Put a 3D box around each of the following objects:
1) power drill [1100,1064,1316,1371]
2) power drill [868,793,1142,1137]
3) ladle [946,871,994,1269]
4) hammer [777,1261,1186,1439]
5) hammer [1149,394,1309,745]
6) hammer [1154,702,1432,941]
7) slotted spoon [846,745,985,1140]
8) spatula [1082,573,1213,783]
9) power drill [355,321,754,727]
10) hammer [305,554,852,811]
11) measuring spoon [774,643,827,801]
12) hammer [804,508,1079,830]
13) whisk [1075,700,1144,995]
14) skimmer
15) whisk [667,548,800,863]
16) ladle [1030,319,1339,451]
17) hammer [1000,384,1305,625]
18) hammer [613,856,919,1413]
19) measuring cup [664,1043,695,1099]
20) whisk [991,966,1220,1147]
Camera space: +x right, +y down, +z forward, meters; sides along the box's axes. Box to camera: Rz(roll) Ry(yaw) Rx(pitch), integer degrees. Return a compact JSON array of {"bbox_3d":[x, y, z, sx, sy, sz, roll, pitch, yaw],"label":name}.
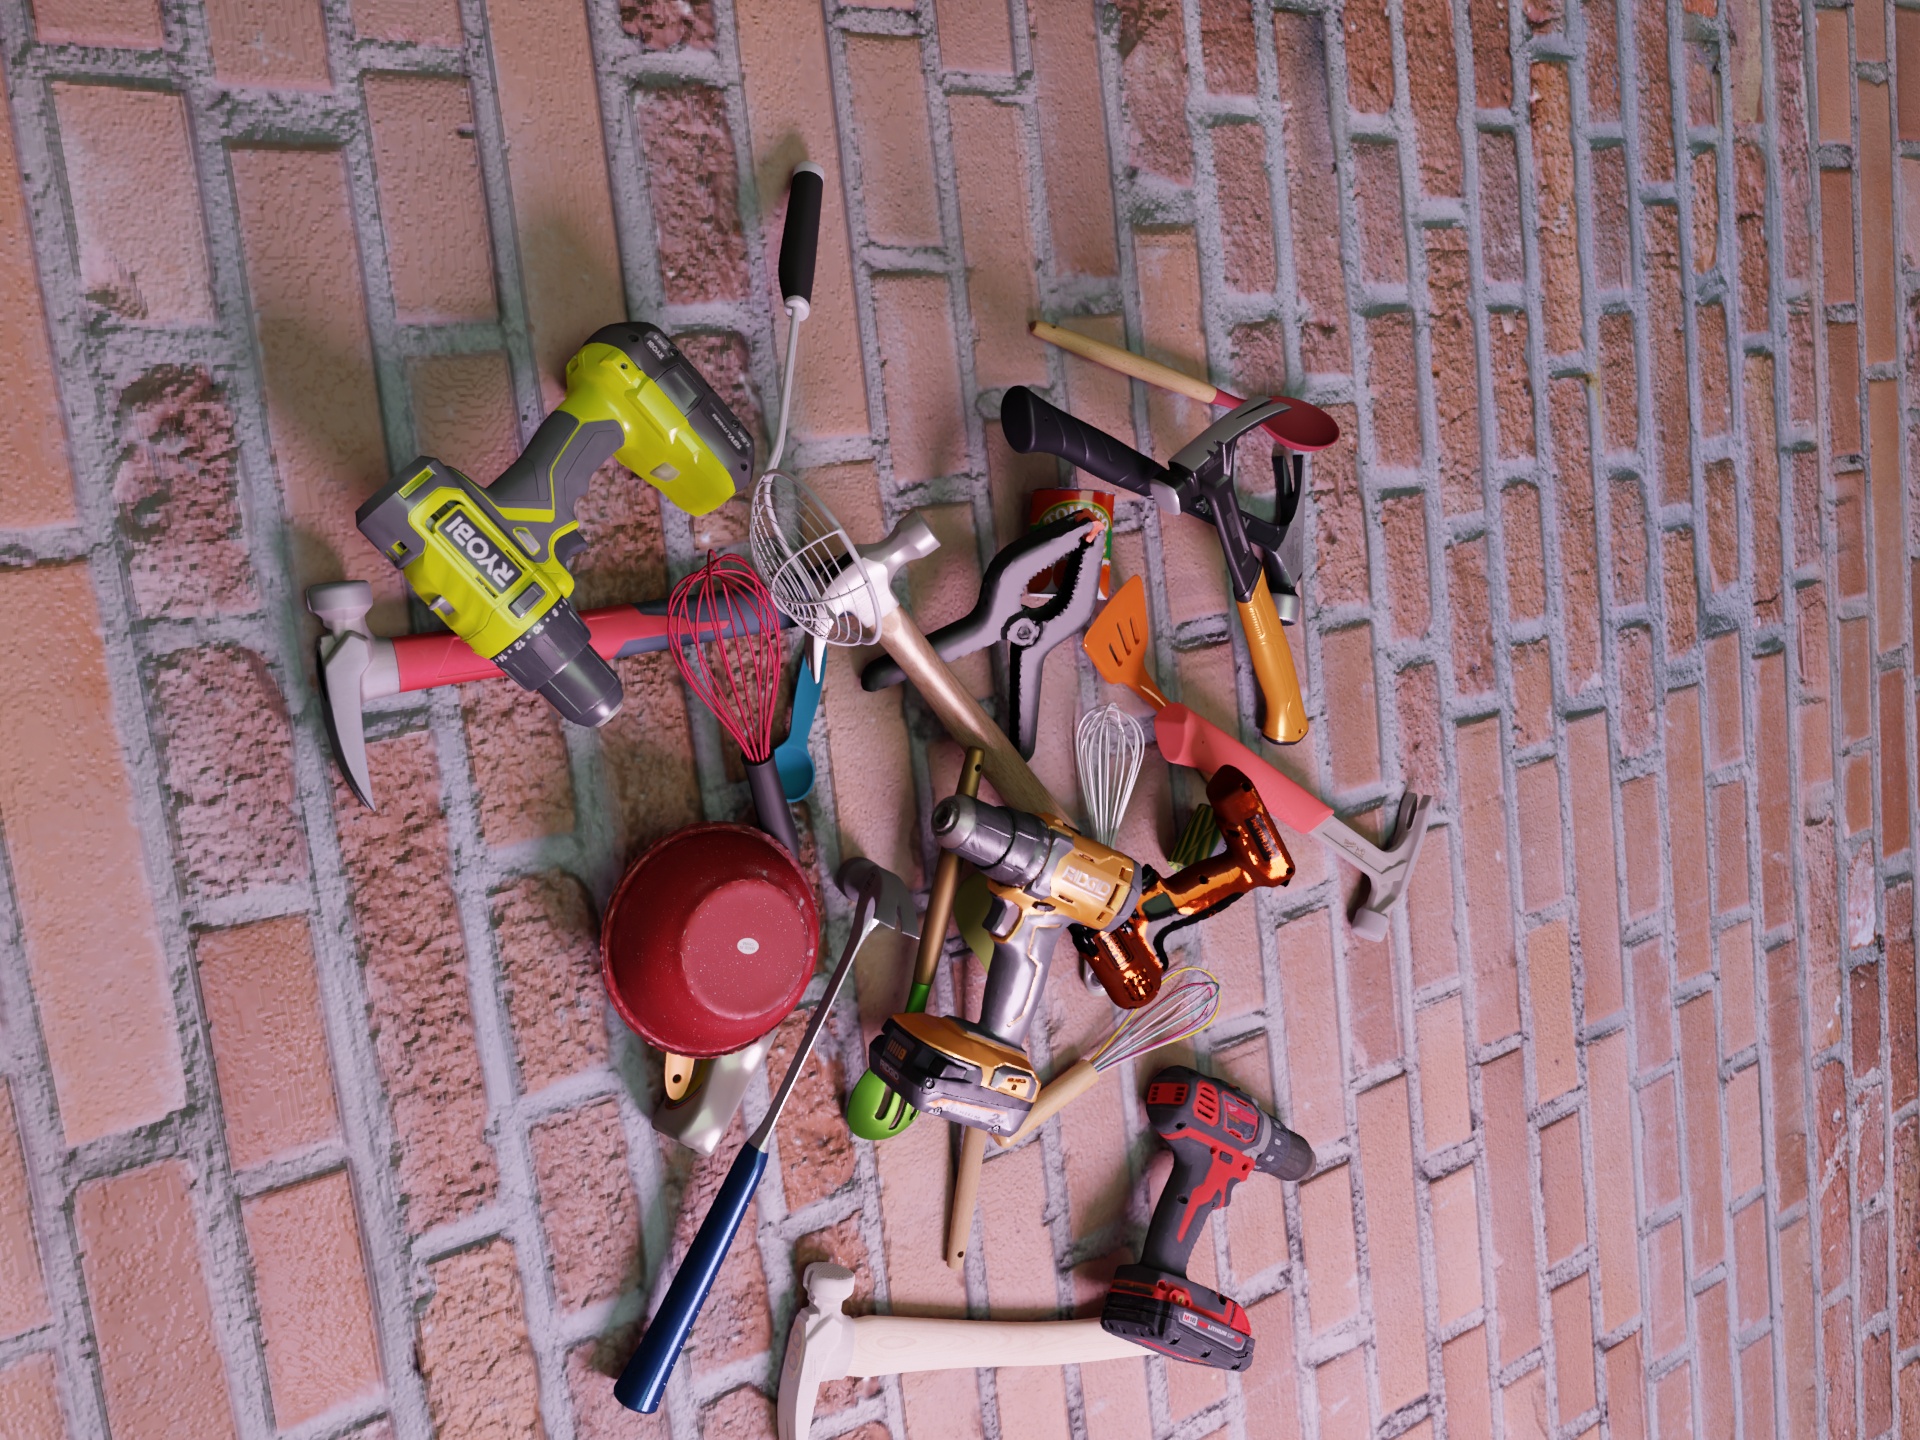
[{"bbox_3d":[0.220,0.426,1.352,0.187,0.080,0.227,32,61,-29],"label":"power drill"},{"bbox_3d":[0.018,0.170,1.148,0.185,0.084,0.226,28,88,-37],"label":"power drill"},{"bbox_3d":[0.014,0.274,1.255,0.078,0.062,0.320,5,97,-30],"label":"ladle"},{"bbox_3d":[0.043,0.512,1.284,0.410,0.038,0.146,12,88,-33],"label":"hammer"},{"bbox_3d":[0.247,-0.104,1.311,0.127,0.034,0.336,-40,134,-15],"label":"hammer"},{"bbox_3d":[0.296,0.066,1.398,0.358,0.037,0.149,32,74,-37],"label":"hammer"},{"bbox_3d":[-0.024,0.172,1.195,0.070,0.031,0.314,10,96,-36],"label":"slotted spoon"},{"bbox_3d":[0.199,0.017,1.353,0.081,0.041,0.322,-50,118,-21],"label":"spatula"},{"bbox_3d":[-0.237,-0.126,1.008,0.190,0.080,0.228,49,57,-18],"label":"power drill"},{"bbox_3d":[-0.228,-0.045,1.074,0.386,0.038,0.143,-12,100,-32],"label":"hammer"},{"bbox_3d":[-0.120,-0.002,1.163,0.042,0.021,0.129,21,73,-32],"label":"measuring spoon"},{"bbox_3d":[-0.002,-0.004,1.189,0.130,0.031,0.331,-34,127,5],"label":"hammer"},{"bbox_3d":[0.118,0.106,1.303,0.059,0.058,0.246,-17,110,-68],"label":"whisk"},{"bbox_3d":[-0.087,-0.224,1.073,0.090,0.127,0.364,5,67,-4],"label":"skimmer"},{"bbox_3d":[-0.140,0.009,1.066,0.073,0.073,0.295,-35,138,-26],"label":"whisk"},{"bbox_3d":[0.191,-0.281,1.333,0.315,0.031,0.069,13,43,-29],"label":"ladle"},{"bbox_3d":[0.169,-0.188,1.265,0.408,0.036,0.149,14,82,-48],"label":"hammer"},{"bbox_3d":[-0.137,0.290,1.114,0.035,0.144,0.405,27,85,-16],"label":"hammer"},{"bbox_3d":[-0.198,0.170,1.100,0.095,0.052,0.173,4,92,-33],"label":"measuring cup"},{"bbox_3d":[0.127,0.282,1.322,0.245,0.051,0.047,-31,114,-25],"label":"whisk"}]
